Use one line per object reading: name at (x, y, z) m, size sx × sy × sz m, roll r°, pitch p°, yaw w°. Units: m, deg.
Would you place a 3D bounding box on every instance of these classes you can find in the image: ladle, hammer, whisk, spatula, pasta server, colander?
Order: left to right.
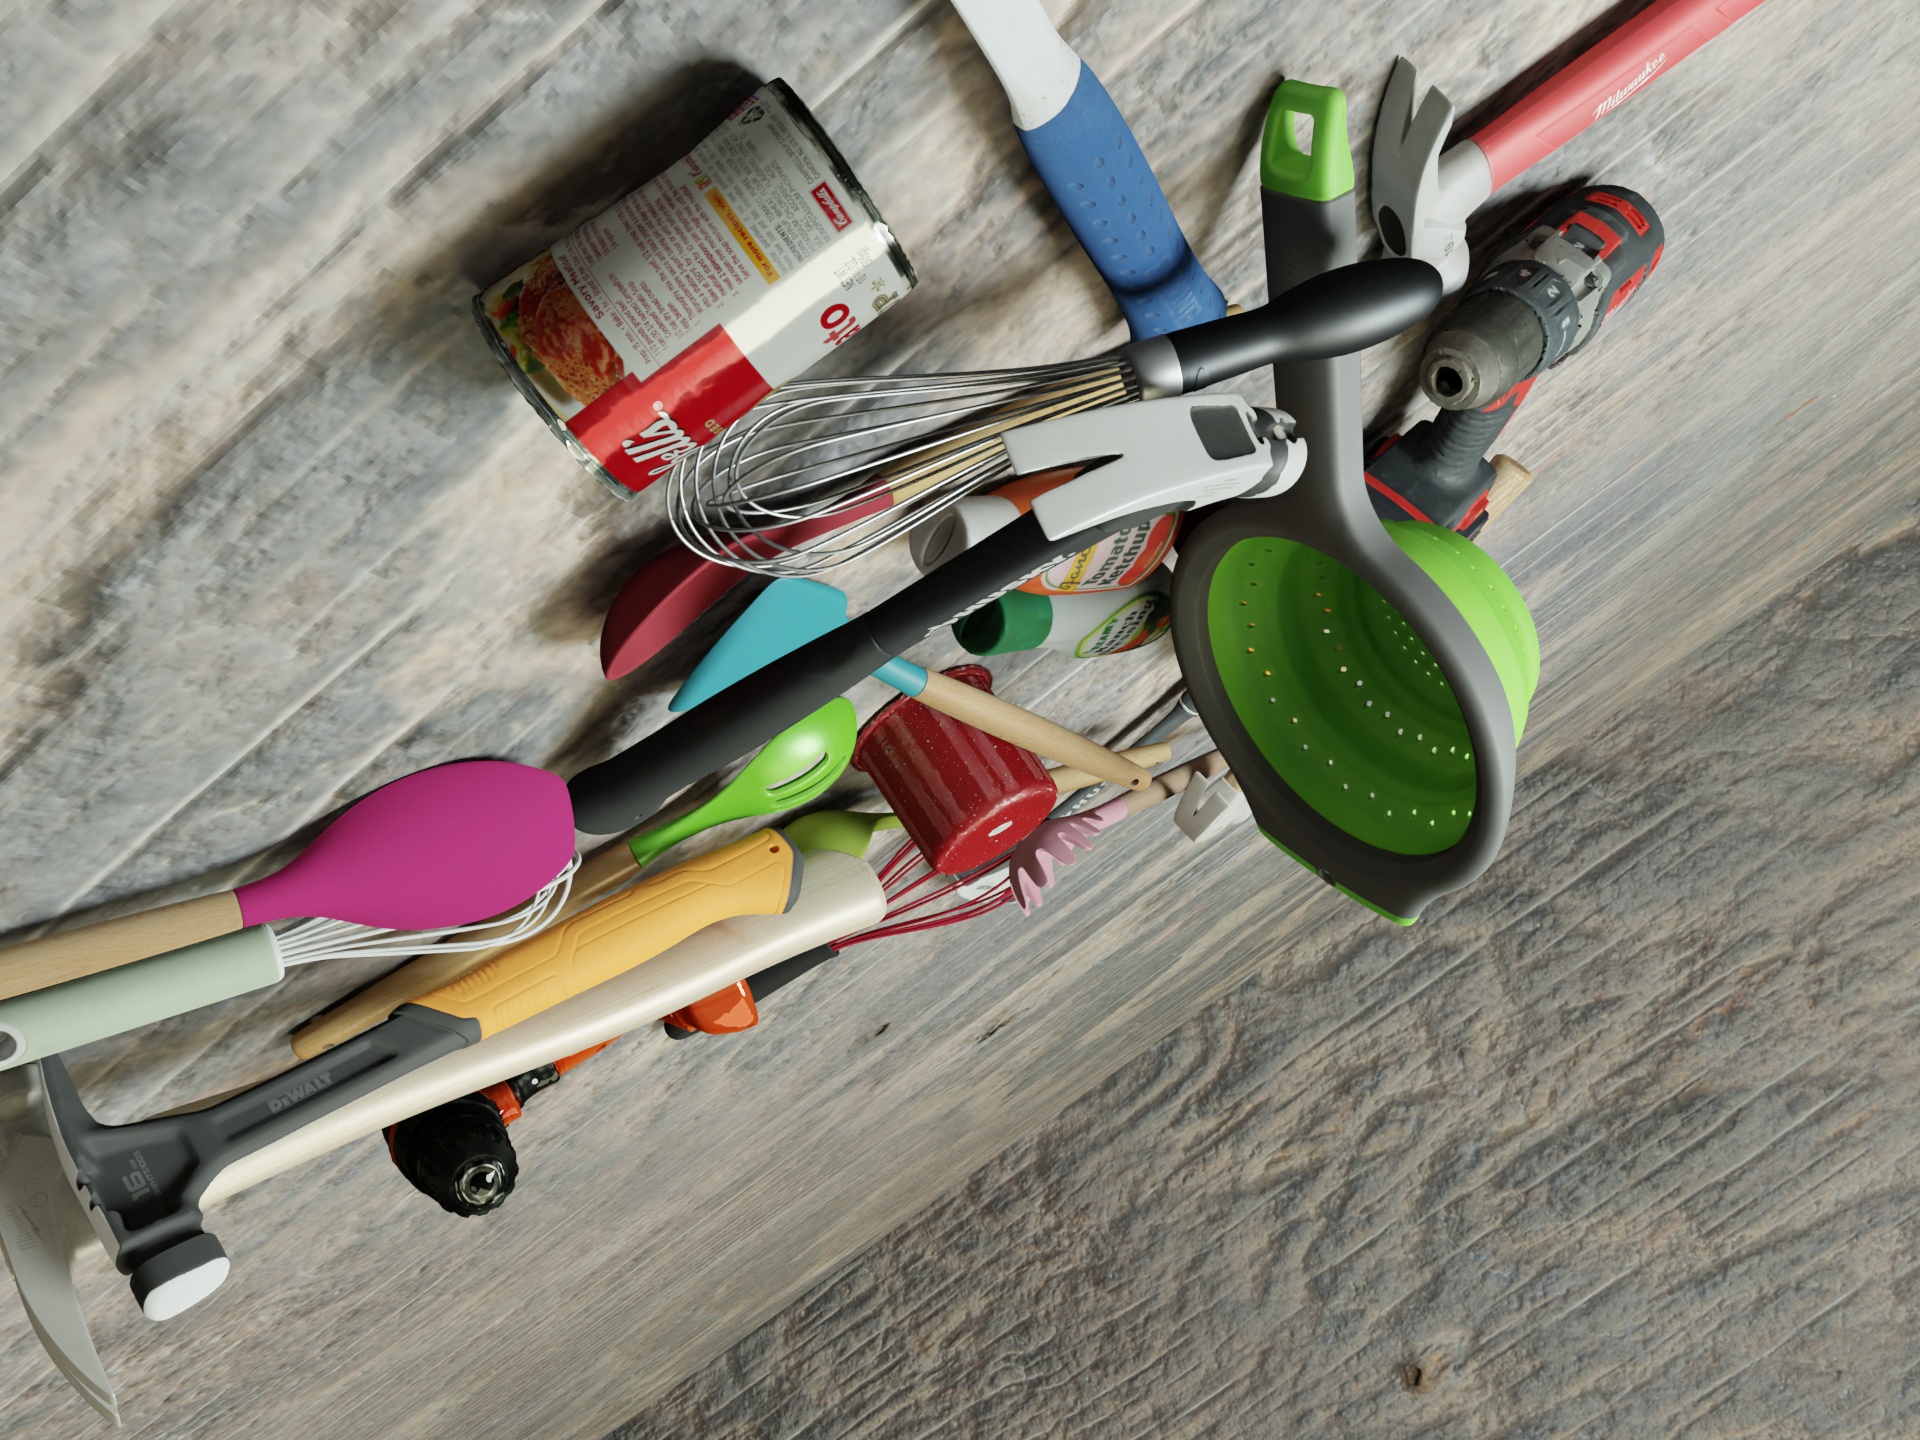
whisk at (-0.271, 0.090, 0.643) m, size 0.246 × 0.059 × 0.057 m, roll -17°, pitch 110°, yaw -31°
hammer at (-0.212, 0.117, 0.698) m, size 0.337 × 0.127 × 0.034 m, roll -24°, pitch 154°, yaw -37°
hammer at (-0.202, 0.152, 0.719) m, size 0.410 × 0.146 × 0.038 m, roll -19°, pitch 149°, yaw -34°
hammer at (-0.040, -0.027, 0.593) m, size 0.335 × 0.035 × 0.146 m, roll -28°, pitch 173°, yaw 34°
whisk at (-0.070, 0.135, 1.046) m, size 0.296 × 0.073 × 0.073 m, roll -30°, pitch 161°, yaw 7°
ladle at (-0.008, -0.102, 0.634) m, size 0.315 × 0.031 × 0.069 m, roll -30°, pitch 175°, yaw -19°
spatula at (-0.001, -0.002, 0.773) m, size 0.317 × 0.044 × 0.082 m, roll 22°, pitch 120°, yaw -43°
ladle at (0.017, 0.061, 0.968) m, size 0.320 × 0.062 × 0.078 m, roll -13°, pitch 167°, yaw -37°
hammer at (0.026, -0.189, 0.452) m, size 0.144 × 0.035 × 0.405 m, roll -51°, pitch 161°, yaw 7°
whisk at (0.036, -0.111, 0.553) m, size 0.284 × 0.070 × 0.070 m, roll -18°, pitch 158°, yaw -5°
pasta server at (0.126, 0.058, 1.078) m, size 0.316 × 0.040 × 0.060 m, roll -20°, pitch 153°, yaw -51°
hammer at (0.146, -0.003, 1.099) m, size 0.409 × 0.036 × 0.149 m, roll -42°, pitch 158°, yaw 18°
hammer at (0.254, -0.040, 1.058) m, size 0.331 × 0.031 × 0.130 m, roll -53°, pitch 162°, yaw 24°
colander at (0.185, -0.089, 0.697) m, size 0.094 × 0.205 × 0.396 m, roll -32°, pitch 132°, yaw -22°
hammer at (0.337, -0.324, 0.653) m, size 0.386 × 0.038 × 0.143 m, roll -36°, pitch 159°, yaw 3°

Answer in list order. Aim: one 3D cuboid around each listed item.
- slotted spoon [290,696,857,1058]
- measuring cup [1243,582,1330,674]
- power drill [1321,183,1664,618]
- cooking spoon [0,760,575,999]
slotted spoon at (-0.182, 0.080, 0.781) m, size 0.314 × 0.031 × 0.070 m, roll -30°, pitch 156°, yaw -8°
measuring cup at (0.212, -0.090, 0.977) m, size 0.173 × 0.052 × 0.095 m, roll -43°, pitch 159°, yaw 17°
power drill at (0.251, -0.151, 0.810) m, size 0.188 × 0.080 × 0.226 m, roll -40°, pitch 164°, yaw -35°
cooking spoon at (-0.290, 0.077, 0.579) m, size 0.319 × 0.017 × 0.068 m, roll -15°, pitch 111°, yaw -33°
